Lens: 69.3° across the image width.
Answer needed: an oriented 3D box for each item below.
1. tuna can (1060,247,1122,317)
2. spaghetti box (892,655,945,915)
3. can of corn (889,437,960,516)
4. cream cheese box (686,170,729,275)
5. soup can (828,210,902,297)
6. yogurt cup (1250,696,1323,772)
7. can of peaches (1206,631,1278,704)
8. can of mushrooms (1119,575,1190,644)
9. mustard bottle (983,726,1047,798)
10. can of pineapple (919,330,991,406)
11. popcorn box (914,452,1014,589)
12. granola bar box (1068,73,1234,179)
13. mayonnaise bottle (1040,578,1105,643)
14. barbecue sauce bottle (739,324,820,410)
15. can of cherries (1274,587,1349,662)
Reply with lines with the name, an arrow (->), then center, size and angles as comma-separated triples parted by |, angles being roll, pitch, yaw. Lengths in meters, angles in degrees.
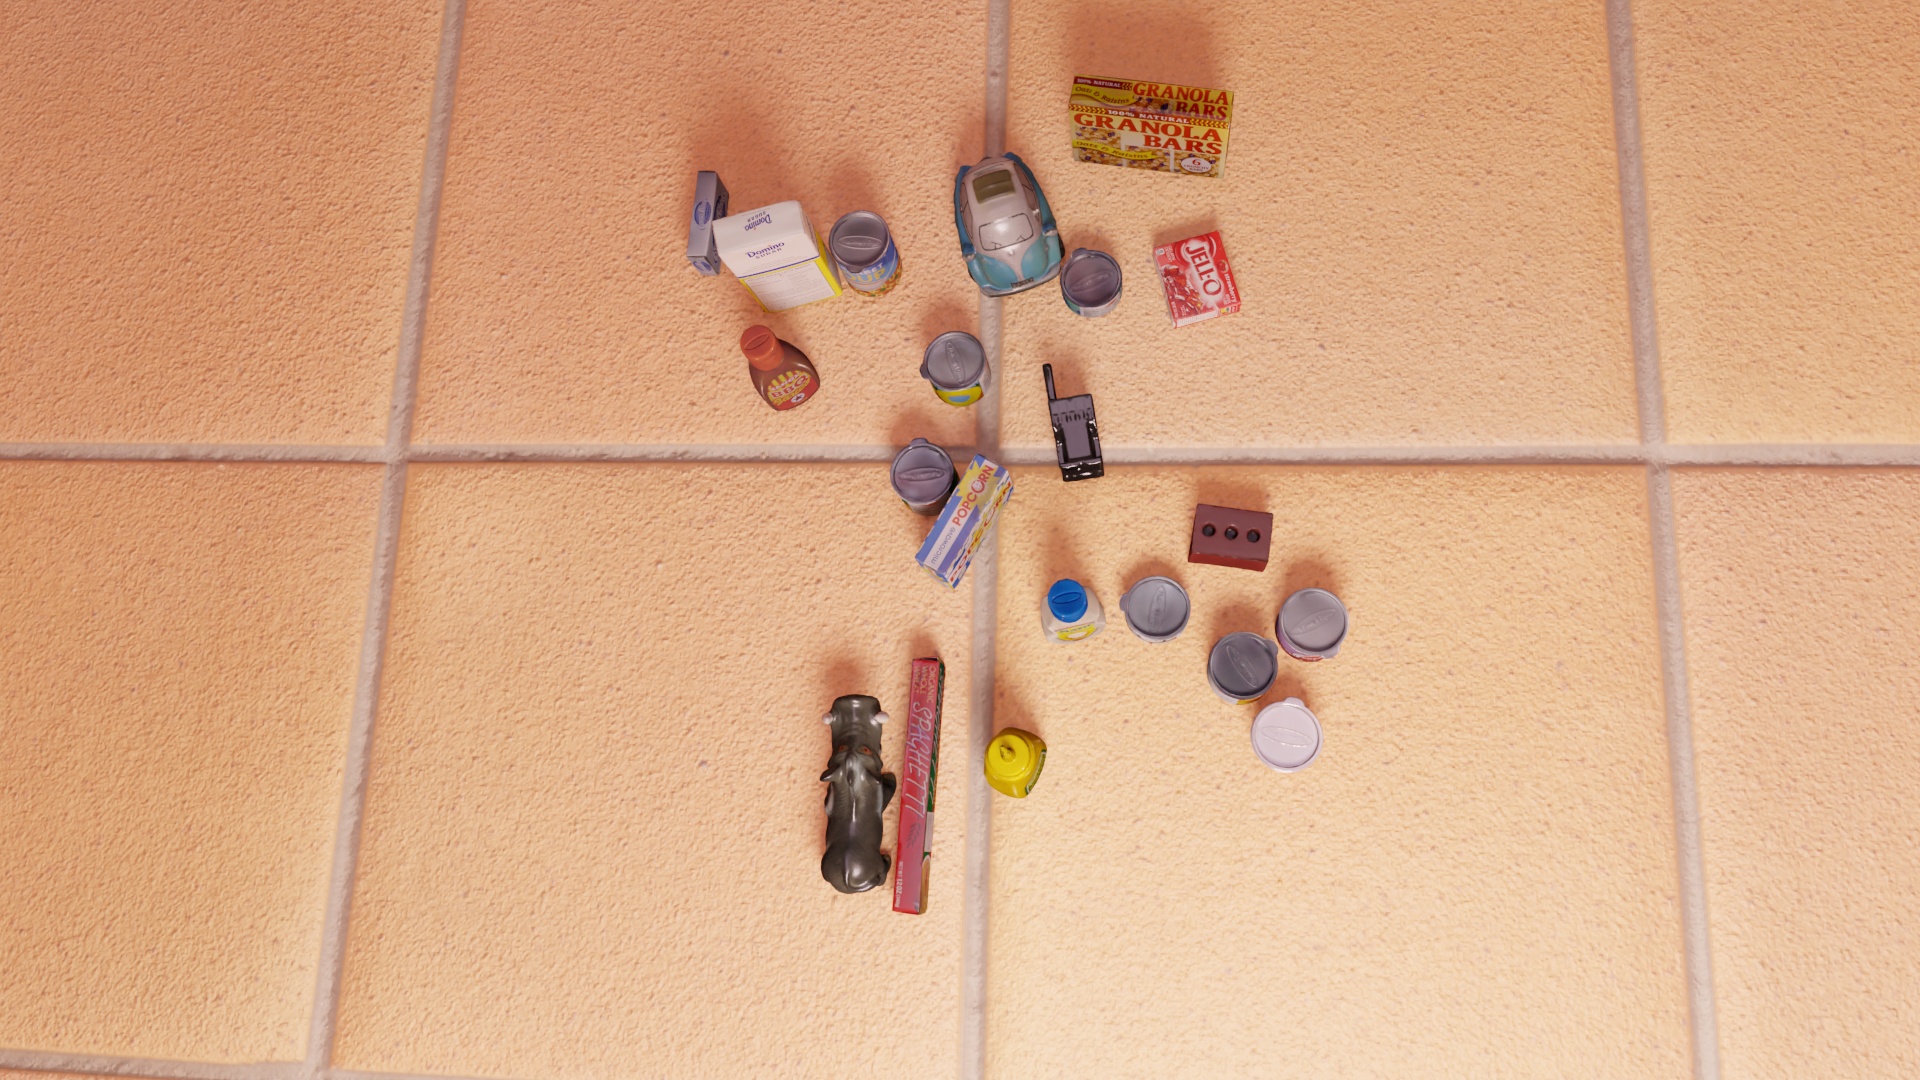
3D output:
tuna can -> 0.139, -0.275, 1.483 | 0.071, 0.032, 0.071 | -2, 77, 7
spaghetti box -> -0.040, 0.240, 1.375 | 0.029, 0.050, 0.250 | 2, 77, 8
can of corn -> -0.036, -0.065, 1.443 | 0.071, 0.058, 0.071 | -2, 77, 7
cream cheese box -> -0.280, -0.352, 1.546 | 0.024, 0.053, 0.104 | 3, 77, 8
soup can -> -0.102, -0.305, 1.495 | 0.071, 0.083, 0.071 | -2, 77, 7
yogurt cup -> 0.312, 0.191, 1.339 | 0.072, 0.054, 0.072 | -2, 77, 7
can of peaches -> 0.276, 0.124, 1.357 | 0.071, 0.058, 0.071 | -2, 77, 7
can of mushrooms -> 0.195, 0.070, 1.394 | 0.071, 0.033, 0.071 | -2, 77, 7
mustard bottle -> 0.050, 0.208, 1.314 | 0.049, 0.160, 0.065 | 22, 81, 12
can of pineapple -> -0.004, -0.180, 1.466 | 0.071, 0.057, 0.071 | -2, 77, 7
popcorn box -> 0.005, -0.018, 1.412 | 0.038, 0.085, 0.127 | 29, 82, 13
granola bar box -> 0.201, -0.436, 1.466 | 0.165, 0.124, 0.039 | 10, 79, 10
mayonnaise bottle -> 0.107, 0.069, 1.346 | 0.065, 0.148, 0.041 | -14, 76, 4
barbecue sauce bottle -> -0.192, -0.181, 1.444 | 0.065, 0.148, 0.044 | -31, 75, 0
can of cherries -> 0.343, 0.086, 1.357 | 0.071, 0.058, 0.071 | -2, 77, 7
